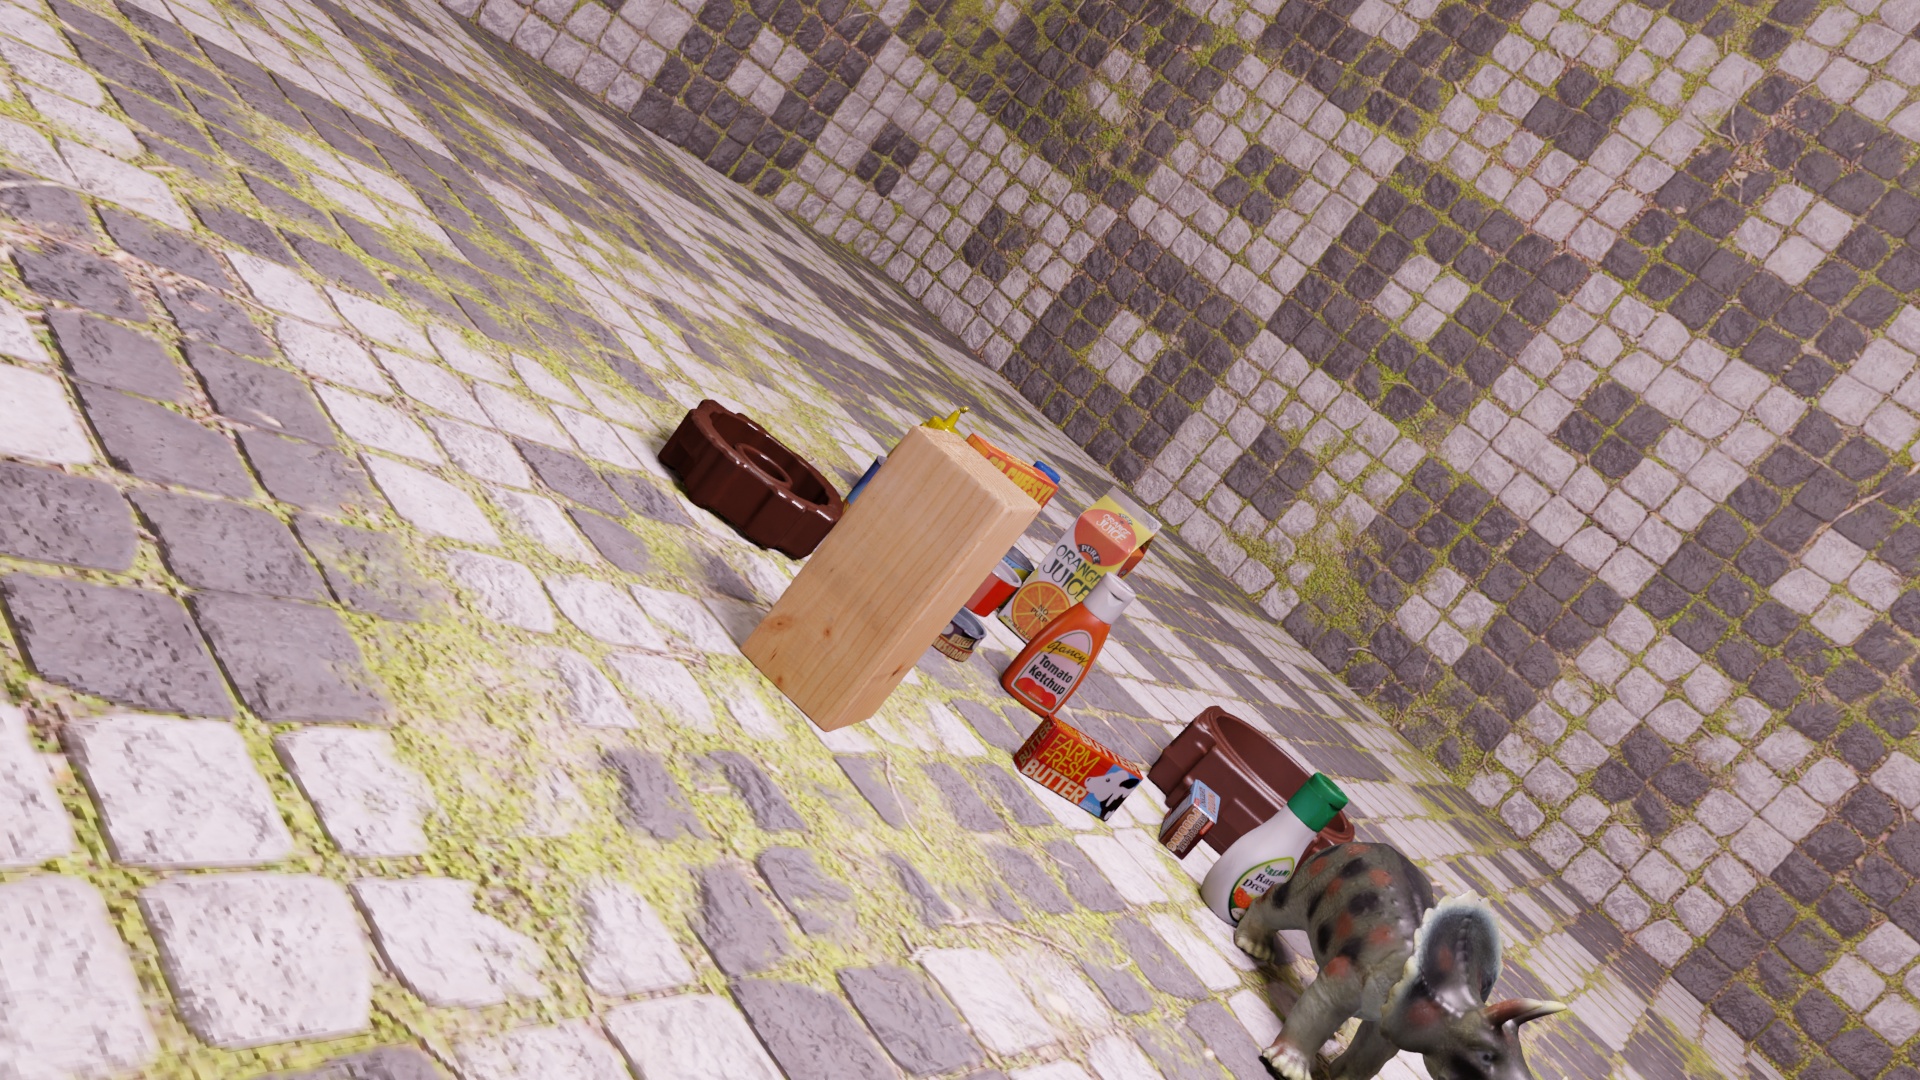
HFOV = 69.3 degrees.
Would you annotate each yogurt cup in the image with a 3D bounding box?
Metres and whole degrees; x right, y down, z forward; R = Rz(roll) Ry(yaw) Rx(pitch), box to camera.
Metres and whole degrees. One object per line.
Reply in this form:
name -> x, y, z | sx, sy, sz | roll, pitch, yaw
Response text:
yogurt cup -> 0.024, 0.046, 1.497 | 0.072, 0.054, 0.072 | 37, 12, -9

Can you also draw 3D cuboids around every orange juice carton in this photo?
orange juice carton -> 0.134, 0.035, 1.527 | 0.072, 0.192, 0.073 | 42, 12, 16

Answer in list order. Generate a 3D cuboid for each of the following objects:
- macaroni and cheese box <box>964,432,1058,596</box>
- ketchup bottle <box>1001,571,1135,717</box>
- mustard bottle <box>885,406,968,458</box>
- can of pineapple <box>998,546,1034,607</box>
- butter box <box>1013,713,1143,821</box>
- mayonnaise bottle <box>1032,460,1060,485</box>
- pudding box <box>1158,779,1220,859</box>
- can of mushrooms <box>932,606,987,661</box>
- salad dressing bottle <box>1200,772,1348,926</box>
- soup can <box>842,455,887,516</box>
macaroni and cheese box -> 0.005, -0.018, 1.405 | 0.123, 0.166, 0.040 | 25, 18, -49
ketchup bottle -> 0.107, 0.096, 1.324 | 0.064, 0.148, 0.043 | 37, 12, -10
mustard bottle -> -0.046, -0.089, 1.534 | 0.065, 0.160, 0.049 | 47, 14, 35
can of pineapple -> 0.040, 0.034, 1.579 | 0.071, 0.057, 0.071 | 37, 12, -9
butter box -> 0.100, 0.193, 1.179 | 0.103, 0.053, 0.024 | 33, 13, -23
mayonnaise bottle -> 0.059, -0.027, 1.642 | 0.041, 0.148, 0.065 | 39, 12, 0
pudding box -> 0.212, 0.256, 1.281 | 0.030, 0.049, 0.084 | 40, 12, 6
can of mushrooms -> -0.010, 0.083, 1.312 | 0.071, 0.033, 0.071 | 37, 12, -9
salad dressing bottle -> 0.269, 0.263, 1.190 | 0.064, 0.147, 0.044 | 31, 14, -32
soup can -> -0.082, -0.032, 1.403 | 0.071, 0.083, 0.071 | 37, 12, -9
